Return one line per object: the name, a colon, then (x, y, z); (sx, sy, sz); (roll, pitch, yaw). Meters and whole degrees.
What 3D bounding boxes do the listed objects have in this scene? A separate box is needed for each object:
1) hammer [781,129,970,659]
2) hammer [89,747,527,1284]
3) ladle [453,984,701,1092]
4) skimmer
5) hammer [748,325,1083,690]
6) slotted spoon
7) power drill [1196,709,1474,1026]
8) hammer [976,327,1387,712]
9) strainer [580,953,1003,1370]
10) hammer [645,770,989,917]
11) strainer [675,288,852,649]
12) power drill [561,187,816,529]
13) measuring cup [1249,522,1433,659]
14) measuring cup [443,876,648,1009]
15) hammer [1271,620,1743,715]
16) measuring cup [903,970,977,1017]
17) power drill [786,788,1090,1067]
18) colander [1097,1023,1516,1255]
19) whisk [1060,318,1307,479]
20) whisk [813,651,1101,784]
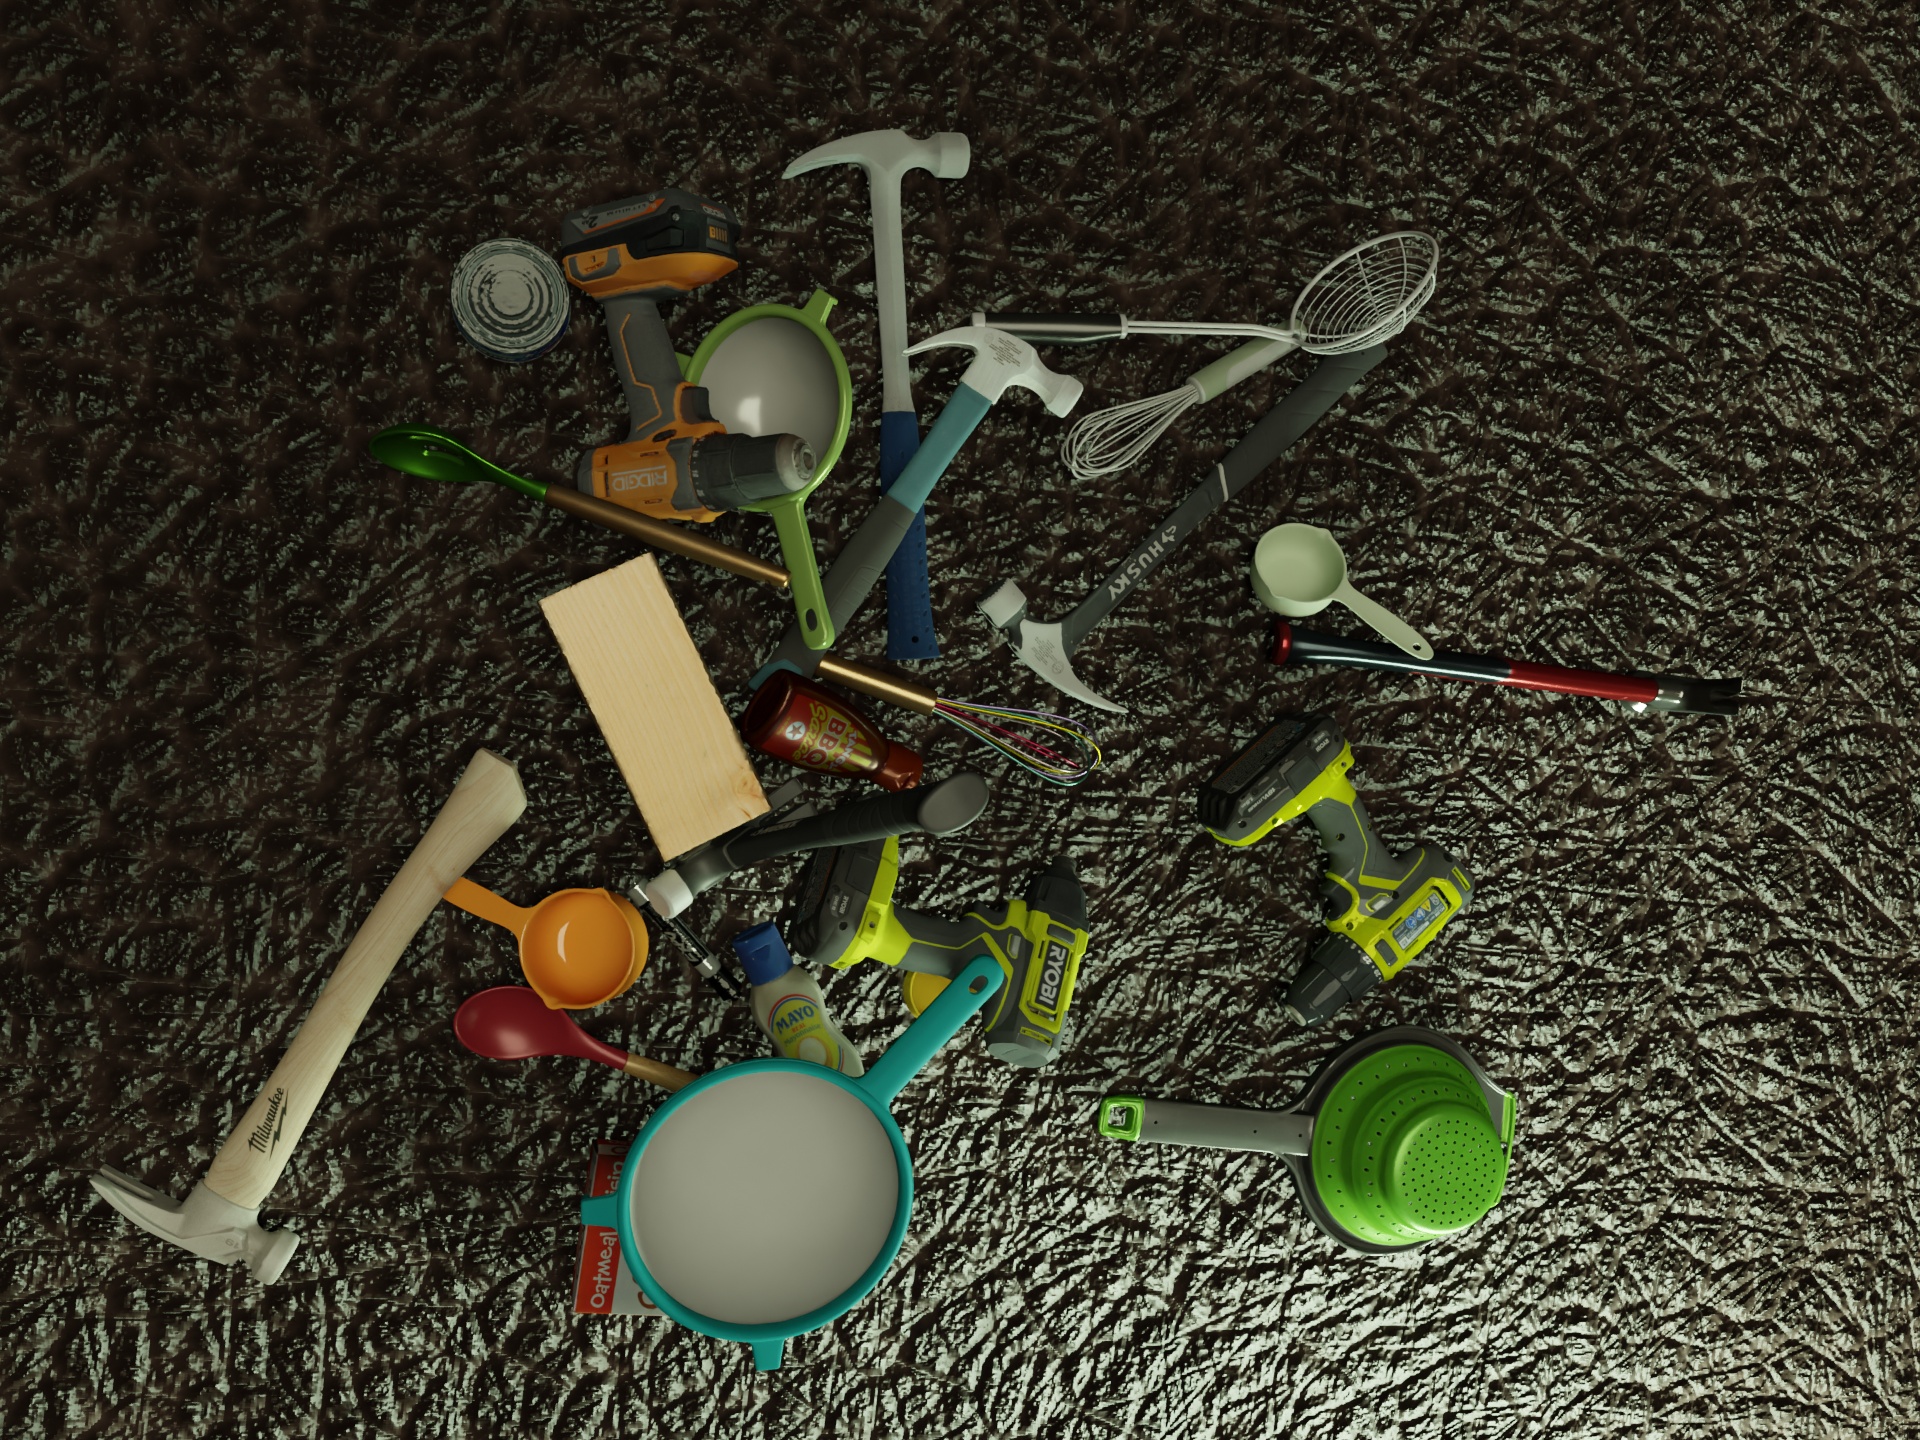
hammer: (-0.055, -0.250, 1.233); (0.144, 0.035, 0.405); (-4, 94, -15)
hammer: (-0.449, 0.196, 1.142); (0.146, 0.038, 0.410); (32, 88, -13)
ladle: (-0.232, 0.270, 1.218); (0.315, 0.031, 0.069); (24, 110, -17)
skimmer: (0.190, -0.338, 1.254); (0.363, 0.127, 0.090); (-1, 128, -6)
hammer: (-0.051, -0.152, 1.202); (0.128, 0.033, 0.331); (34, 93, -7)
slotted spoon: (-0.268, -0.152, 1.132); (0.314, 0.070, 0.031); (20, 70, 2)
power drill: (0.301, 0.125, 1.327); (0.190, 0.080, 0.228); (-41, 104, -10)
hammer: (0.204, -0.178, 1.306); (0.409, 0.036, 0.149); (-44, 103, -9)
strainer: (-0.101, 0.290, 1.172); (0.340, 0.095, 0.211); (-46, 105, -5)
hammer: (-0.089, 0.072, 1.097); (0.146, 0.335, 0.035); (-38, 103, -35)
strainer: (-0.119, -0.177, 1.178); (0.151, 0.069, 0.256); (-16, 85, 27)
power drill: (-0.194, -0.254, 1.134); (0.185, 0.084, 0.226); (-3, 94, 27)
measuring cup: (0.312, -0.095, 1.306); (0.167, 0.038, 0.083); (37, 67, 10)
measuring cup: (-0.314, 0.151, 1.186); (0.173, 0.052, 0.095); (24, 89, 10)
hammer: (0.450, -0.042, 1.333); (0.386, 0.143, 0.038); (6, 92, -11)
measuring cup: (0.025, 0.205, 1.288); (0.156, 0.029, 0.062); (-11, 87, -26)
power drill: (-0.007, 0.150, 1.234); (0.223, 0.080, 0.171); (26, 59, -17)
colander: (0.312, 0.357, 1.331); (0.397, 0.094, 0.204); (9, 91, -15)
whisk: (0.185, -0.264, 1.291); (0.246, 0.059, 0.057); (-32, 139, -15)
whisk: (-0.003, -0.002, 1.260); (0.245, 0.047, 0.051); (20, 76, -11)
